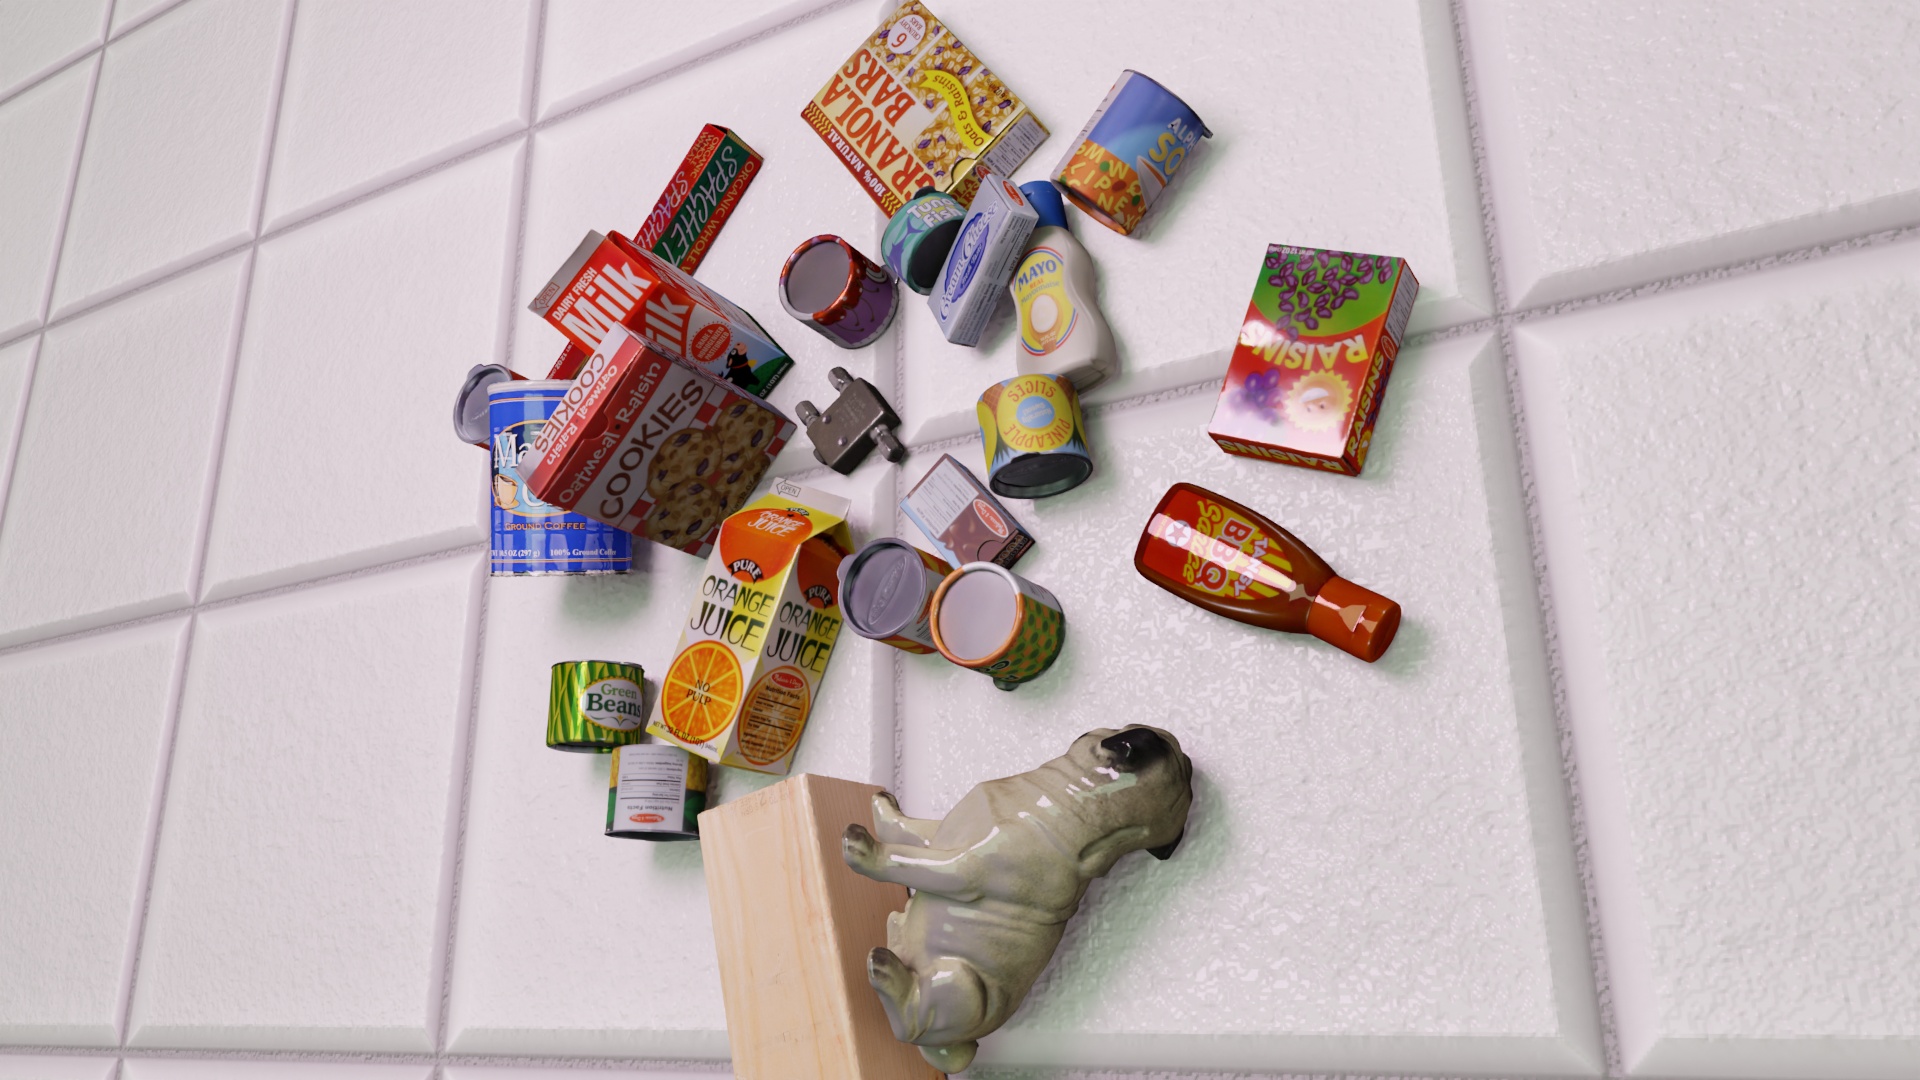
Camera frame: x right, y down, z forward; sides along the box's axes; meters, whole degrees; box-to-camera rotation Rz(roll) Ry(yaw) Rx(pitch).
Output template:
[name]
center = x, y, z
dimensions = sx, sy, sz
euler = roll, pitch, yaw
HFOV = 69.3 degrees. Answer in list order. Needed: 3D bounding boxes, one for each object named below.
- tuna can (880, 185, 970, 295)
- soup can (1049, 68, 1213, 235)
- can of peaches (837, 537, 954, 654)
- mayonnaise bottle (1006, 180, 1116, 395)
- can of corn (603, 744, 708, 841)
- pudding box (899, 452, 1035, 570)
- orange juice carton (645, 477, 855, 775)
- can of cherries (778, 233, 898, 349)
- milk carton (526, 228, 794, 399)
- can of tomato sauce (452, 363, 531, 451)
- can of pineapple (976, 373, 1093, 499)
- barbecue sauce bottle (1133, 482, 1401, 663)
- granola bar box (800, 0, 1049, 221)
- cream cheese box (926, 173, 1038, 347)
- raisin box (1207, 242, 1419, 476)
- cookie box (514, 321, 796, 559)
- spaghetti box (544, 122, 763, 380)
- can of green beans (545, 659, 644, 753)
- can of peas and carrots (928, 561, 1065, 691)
[tuna can]
center = -0.019, -0.206, 0.956
dimensions = 0.071, 0.071, 0.033
euler = -48, 59, 10
[soup can]
center = 0.110, -0.248, 0.897
dimensions = 0.071, 0.071, 0.083
euler = 40, 97, 33
[can of peaches]
center = -0.037, 0.036, 0.897
dimensions = 0.071, 0.058, 0.071
euler = -10, 70, 29
[mayonnaise bottle]
center = 0.060, -0.166, 0.913
dimensions = 0.064, 0.041, 0.148
euler = -24, 63, 31
[can of corn]
center = -0.207, 0.174, 0.951
dimensions = 0.071, 0.071, 0.058
euler = -9, 70, 28
[pudding box]
center = 0.003, -0.011, 0.905
dimensions = 0.049, 0.030, 0.084
euler = -47, 57, 8
[orange juice carton]
center = -0.132, 0.054, 0.938
dimensions = 0.072, 0.073, 0.193
euler = 15, 82, 34
[can of cherries]
center = -0.086, -0.180, 0.995
dimensions = 0.071, 0.058, 0.071
euler = -10, 70, 29
[milk carton]
center = -0.213, -0.153, 0.982
dimensions = 0.072, 0.190, 0.073
euler = -49, 57, 9
[can of tomato sauce]
center = -0.351, -0.097, 1.111
dimensions = 0.071, 0.083, 0.071
euler = -10, 70, 28
[can of pineapple]
center = 0.046, -0.066, 0.873
dimensions = 0.071, 0.071, 0.058
euler = -20, 66, 24
[barbecue sauce bottle]
center = 0.173, 0.021, 0.785
dimensions = 0.149, 0.043, 0.065
euler = 28, 89, 34
[granola bar box]
center = -0.030, -0.305, 1.013
dimensions = 0.124, 0.039, 0.166
euler = -44, 57, 12
[cream cheese box]
center = 0.013, -0.185, 0.926
dimensions = 0.103, 0.024, 0.053
euler = -62, 32, 30
[raisin box]
center = 0.205, -0.106, 0.810
dimensions = 0.086, 0.040, 0.123
euler = 15, 81, 32
[cookie box]
center = -0.206, -0.064, 0.963
dimensions = 0.040, 0.167, 0.123
euler = 39, 96, 33
[spaghetti box]
center = -0.243, -0.214, 1.105
dimensions = 0.029, 0.050, 0.250
euler = 35, 93, 33
[can of green beans]
center = -0.262, 0.120, 0.999
dimensions = 0.071, 0.071, 0.058
euler = -10, 70, 28
[can of peas and carrots]
center = 0.022, 0.053, 0.856
dimensions = 0.071, 0.058, 0.071
euler = -10, 70, 29
